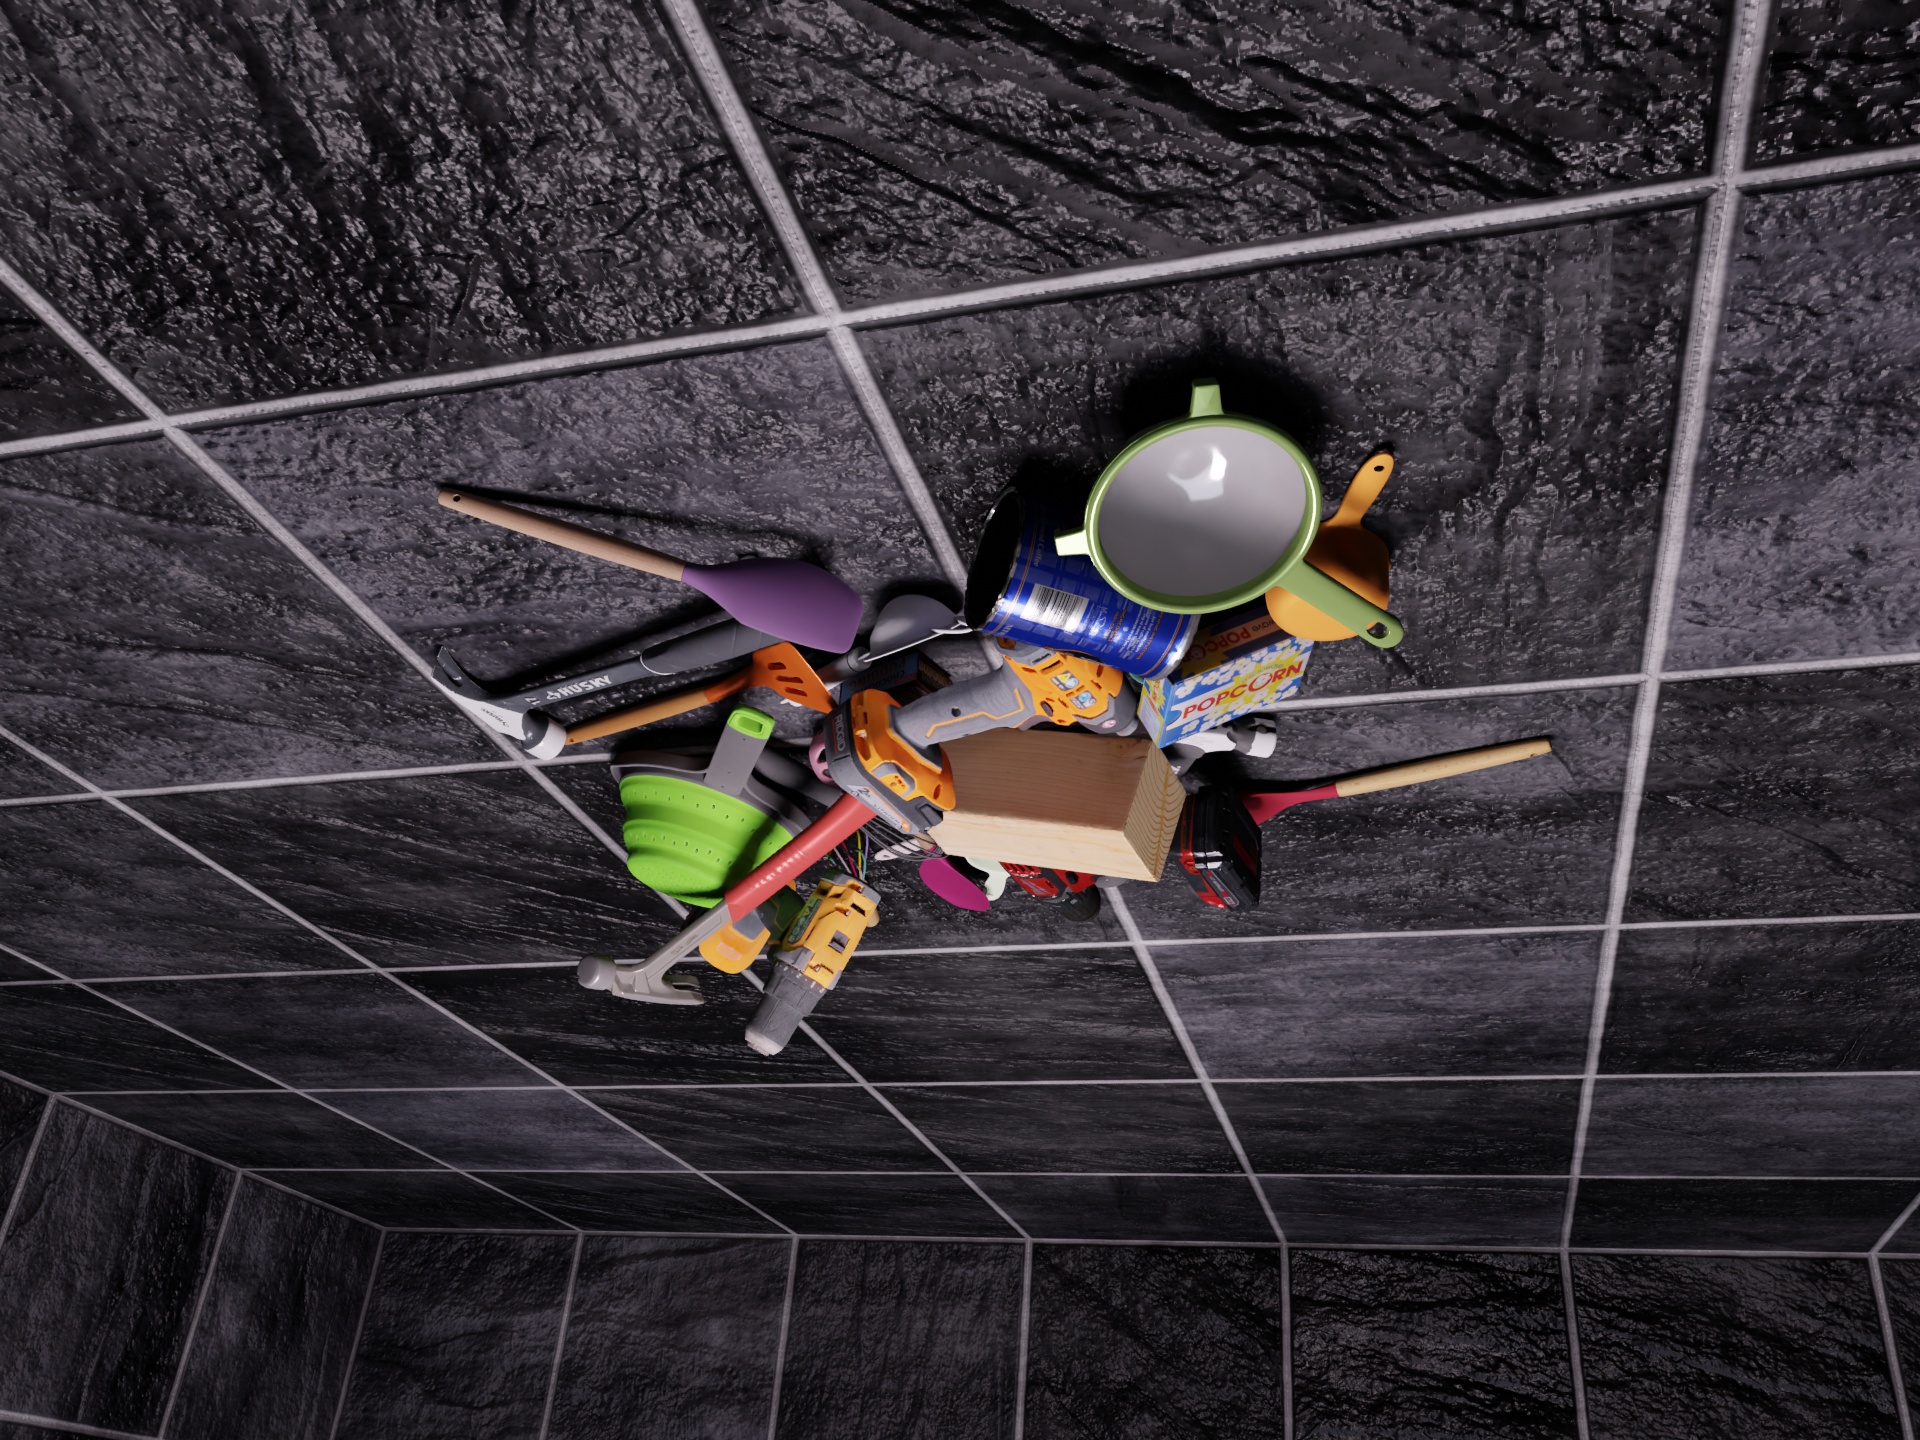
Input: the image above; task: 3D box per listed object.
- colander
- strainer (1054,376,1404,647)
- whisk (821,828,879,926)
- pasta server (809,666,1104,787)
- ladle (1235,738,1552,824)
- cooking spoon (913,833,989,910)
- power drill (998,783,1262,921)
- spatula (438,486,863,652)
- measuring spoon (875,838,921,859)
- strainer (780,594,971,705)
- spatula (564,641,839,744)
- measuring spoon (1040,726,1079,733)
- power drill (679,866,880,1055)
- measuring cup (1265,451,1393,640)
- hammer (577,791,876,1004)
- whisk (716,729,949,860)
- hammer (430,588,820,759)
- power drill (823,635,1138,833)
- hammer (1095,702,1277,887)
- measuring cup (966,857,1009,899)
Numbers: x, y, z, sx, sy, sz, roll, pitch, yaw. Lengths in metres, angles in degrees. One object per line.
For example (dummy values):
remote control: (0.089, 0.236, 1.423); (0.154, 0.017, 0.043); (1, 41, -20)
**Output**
colander: (-0.223, 0.088, 1.411); (0.204, 0.094, 0.397); (22, 156, -8)
strainer: (0.195, -0.125, 1.051); (0.256, 0.069, 0.151); (27, 124, -26)
whisk: (-0.112, 0.168, 1.657); (0.051, 0.047, 0.244); (1, 153, 5)
pasta server: (-0.002, -0.004, 1.339); (0.316, 0.060, 0.040); (-20, -173, 26)
ladle: (0.358, 0.055, 1.402); (0.315, 0.031, 0.069); (-15, 154, 28)
cooking spoon: (-0.039, 0.105, 1.532); (0.069, 0.017, 0.318); (8, 149, 27)
power drill: (0.157, 0.132, 1.450); (0.227, 0.080, 0.187); (-6, 149, 25)
spatula: (-0.224, -0.118, 1.152); (0.316, 0.060, 0.018); (17, 170, -1)
measuring spoon: (-0.040, 0.130, 1.600); (0.124, 0.018, 0.034); (-20, 142, 37)
strainer: (-0.078, -0.053, 1.268); (0.087, 0.050, 0.258); (-28, -178, -40)
spatula: (-0.236, -0.012, 1.362); (0.322, 0.041, 0.081); (-15, 124, 34)
measuring spoon: (0.072, 0.044, 1.429); (0.042, 0.021, 0.128); (14, 148, -14)
power drill: (-0.189, 0.222, 1.559); (0.084, 0.185, 0.226); (39, 162, -32)
measuring cup: (0.264, -0.114, 1.092); (0.095, 0.052, 0.173); (7, 152, -3)
hammer: (-0.174, 0.150, 1.419); (0.359, 0.037, 0.149); (-38, 147, 23)
whisk: (-0.113, 0.066, 1.446); (0.239, 0.055, 0.055); (27, 146, -9)
hammer: (-0.261, -0.047, 1.288); (0.409, 0.036, 0.149); (-13, 144, 35)
power drill: (0.024, 0.002, 1.253); (0.226, 0.084, 0.164); (-29, 136, 21)
hammer: (0.165, 0.077, 1.461); (0.146, 0.035, 0.334); (8, 150, -7)
measuring cup: (0.040, 0.138, 1.588); (0.083, 0.038, 0.167); (8, 155, -3)
